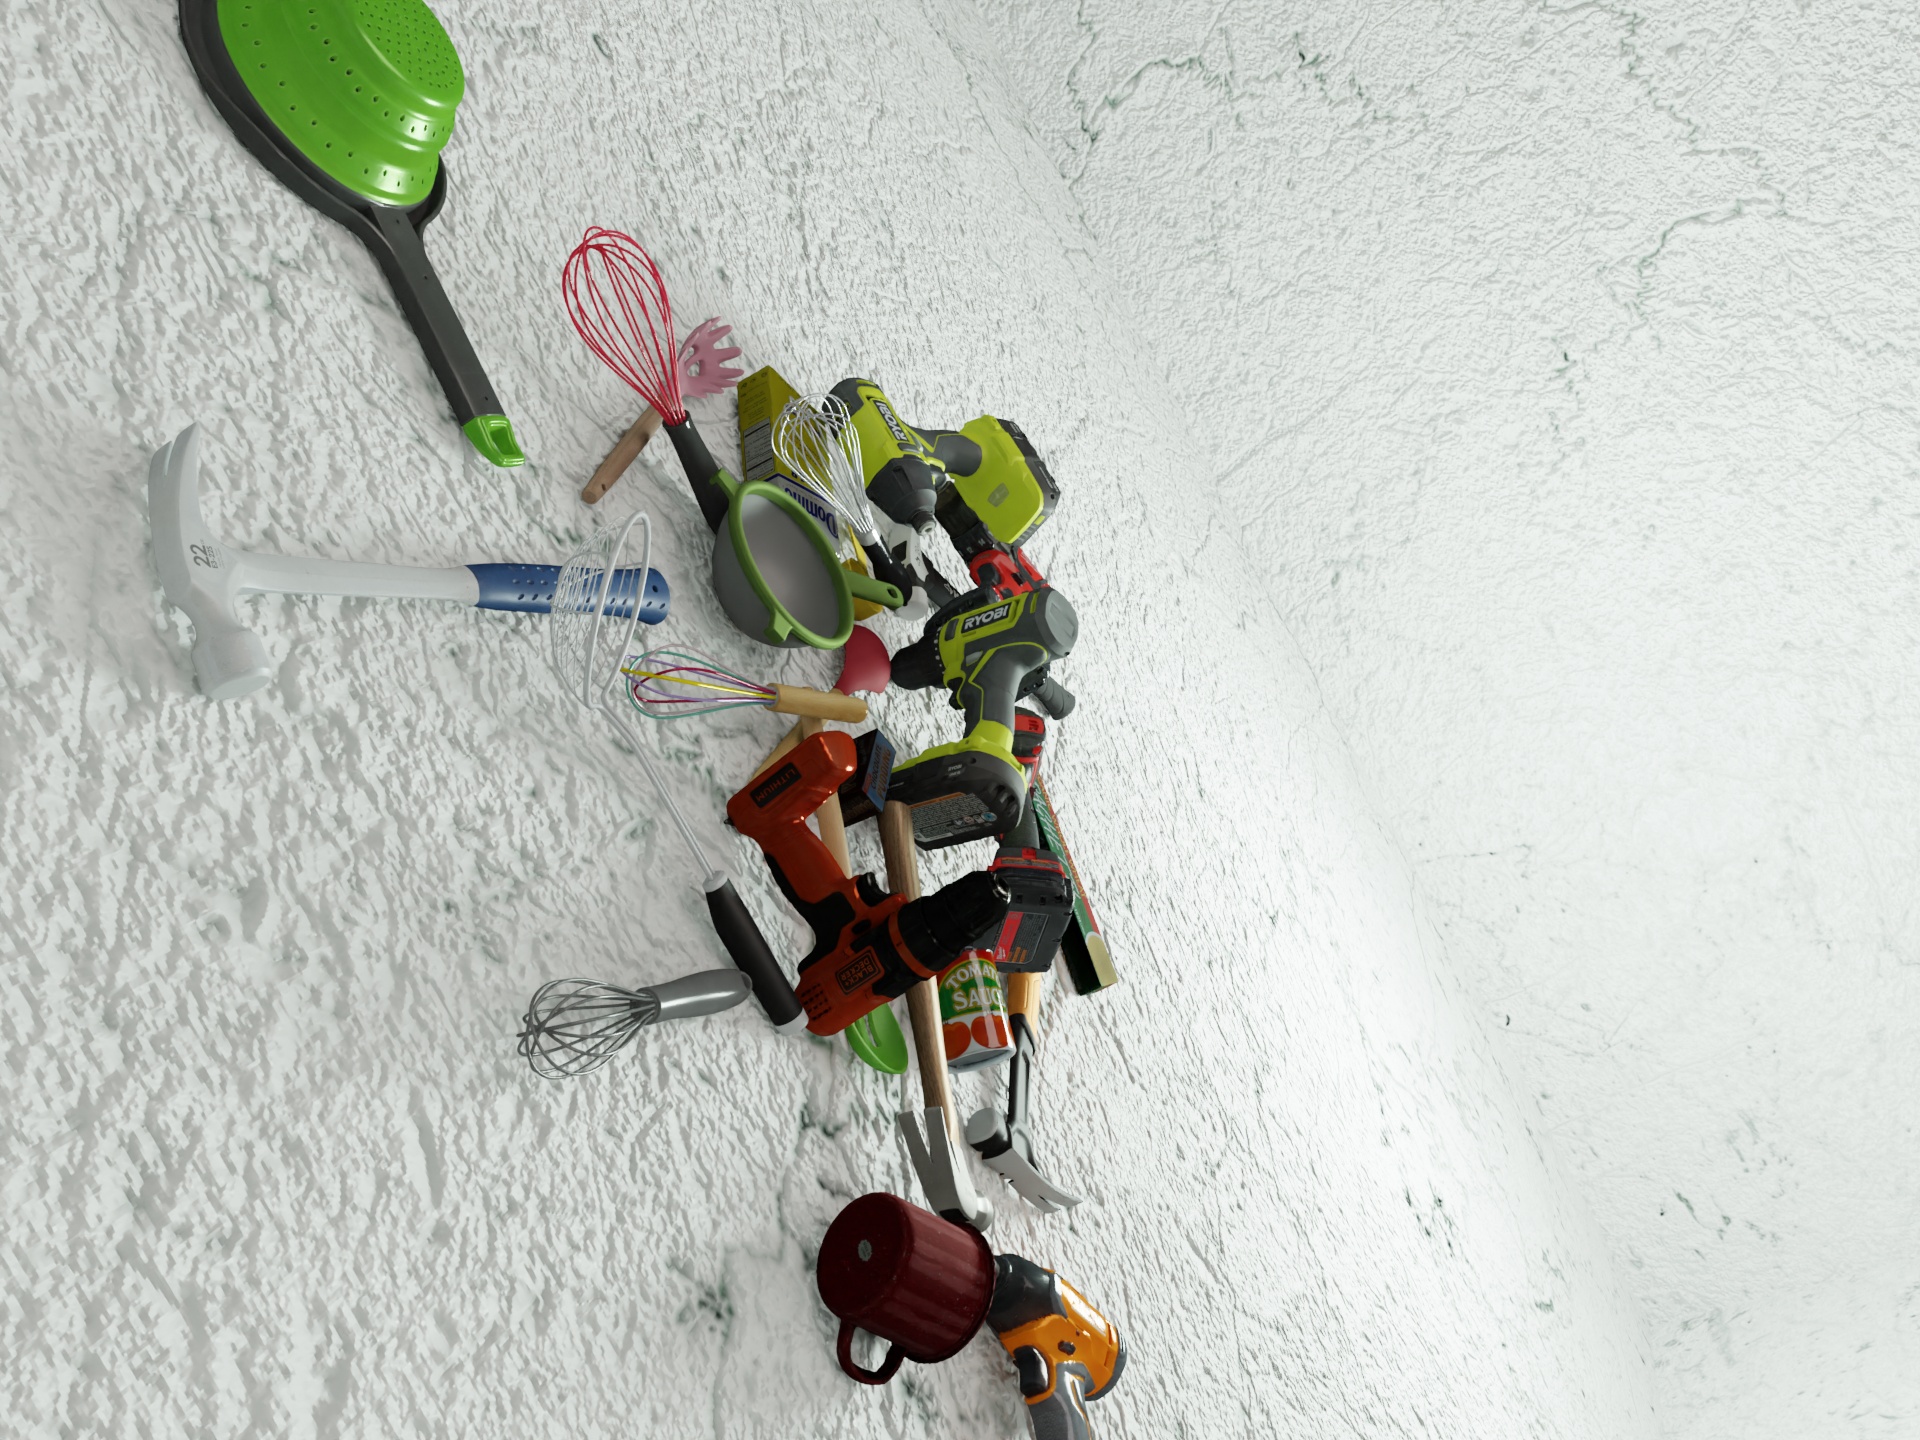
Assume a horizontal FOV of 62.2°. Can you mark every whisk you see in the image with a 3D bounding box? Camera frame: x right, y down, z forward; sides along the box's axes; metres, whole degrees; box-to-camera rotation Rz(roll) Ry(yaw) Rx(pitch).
[{"bbox_3d":[-0.226,-0.246,1.218,0.295,0.073,0.073,68,14,-46],"label":"whisk"},{"bbox_3d":[-0.154,-0.018,1.177,0.244,0.047,0.051,10,63,-50],"label":"whisk"},{"bbox_3d":[-0.095,-0.185,1.399,0.284,0.070,0.070,61,16,-55],"label":"whisk"},{"bbox_3d":[-0.186,0.174,0.953,0.055,0.055,0.239,68,19,10],"label":"whisk"}]

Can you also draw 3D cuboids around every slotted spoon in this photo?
[{"bbox_3d":[-0.091,0.118,1.211,0.070,0.031,0.314,26,47,-58],"label":"slotted spoon"}]

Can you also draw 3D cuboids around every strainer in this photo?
[{"bbox_3d":[-0.133,-0.109,1.328,0.256,0.069,0.151,10,56,-64],"label":"strainer"}]

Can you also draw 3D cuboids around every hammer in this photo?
[{"bbox_3d":[0.029,-0.095,1.700,0.334,0.035,0.146,40,33,-44],"label":"hammer"},{"bbox_3d":[-0.030,0.209,1.196,0.129,0.031,0.332,63,14,-58],"label":"hammer"},{"bbox_3d":[0.060,0.262,1.394,0.127,0.034,0.337,49,27,-29],"label":"hammer"},{"bbox_3d":[-0.310,-0.089,0.972,0.405,0.035,0.144,-5,71,-66],"label":"hammer"}]

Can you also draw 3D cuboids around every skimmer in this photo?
[{"bbox_3d":[-0.164,0.044,1.038,0.127,0.090,0.363,-82,147,-71],"label":"skimmer"}]

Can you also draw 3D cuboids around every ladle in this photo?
[{"bbox_3d":[-0.114,-0.011,1.324,0.069,0.031,0.315,59,25,-13],"label":"ladle"}]

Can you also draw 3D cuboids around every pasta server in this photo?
[{"bbox_3d":[-0.240,-0.250,1.287,0.316,0.040,0.060,-75,148,-56],"label":"pasta server"}]

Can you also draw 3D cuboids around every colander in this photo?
[{"bbox_3d":[-0.366,-0.364,1.064,0.397,0.094,0.204,63,23,-1],"label":"colander"}]

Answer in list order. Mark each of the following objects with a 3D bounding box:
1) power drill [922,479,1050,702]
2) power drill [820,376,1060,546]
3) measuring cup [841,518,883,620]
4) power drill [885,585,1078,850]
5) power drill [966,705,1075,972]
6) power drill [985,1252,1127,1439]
[{"bbox_3d":[0.024,-0.131,1.590,0.187,0.080,0.227,51,23,-20],"label":"power drill"},{"bbox_3d":[-0.014,-0.235,1.518,0.223,0.080,0.171,1,51,-49],"label":"power drill"},{"bbox_3d":[-0.105,-0.146,1.494,0.062,0.029,0.157,54,13,-34],"label":"measuring cup"},{"bbox_3d":[-0.002,-0.004,1.389,0.080,0.190,0.229,46,43,-34],"label":"power drill"},{"bbox_3d":[0.043,0.109,1.412,0.078,0.143,0.220,6,45,-10],"label":"power drill"},{"bbox_3d":[0.058,0.487,1.104,0.164,0.084,0.227,49,23,-30],"label":"power drill"}]
